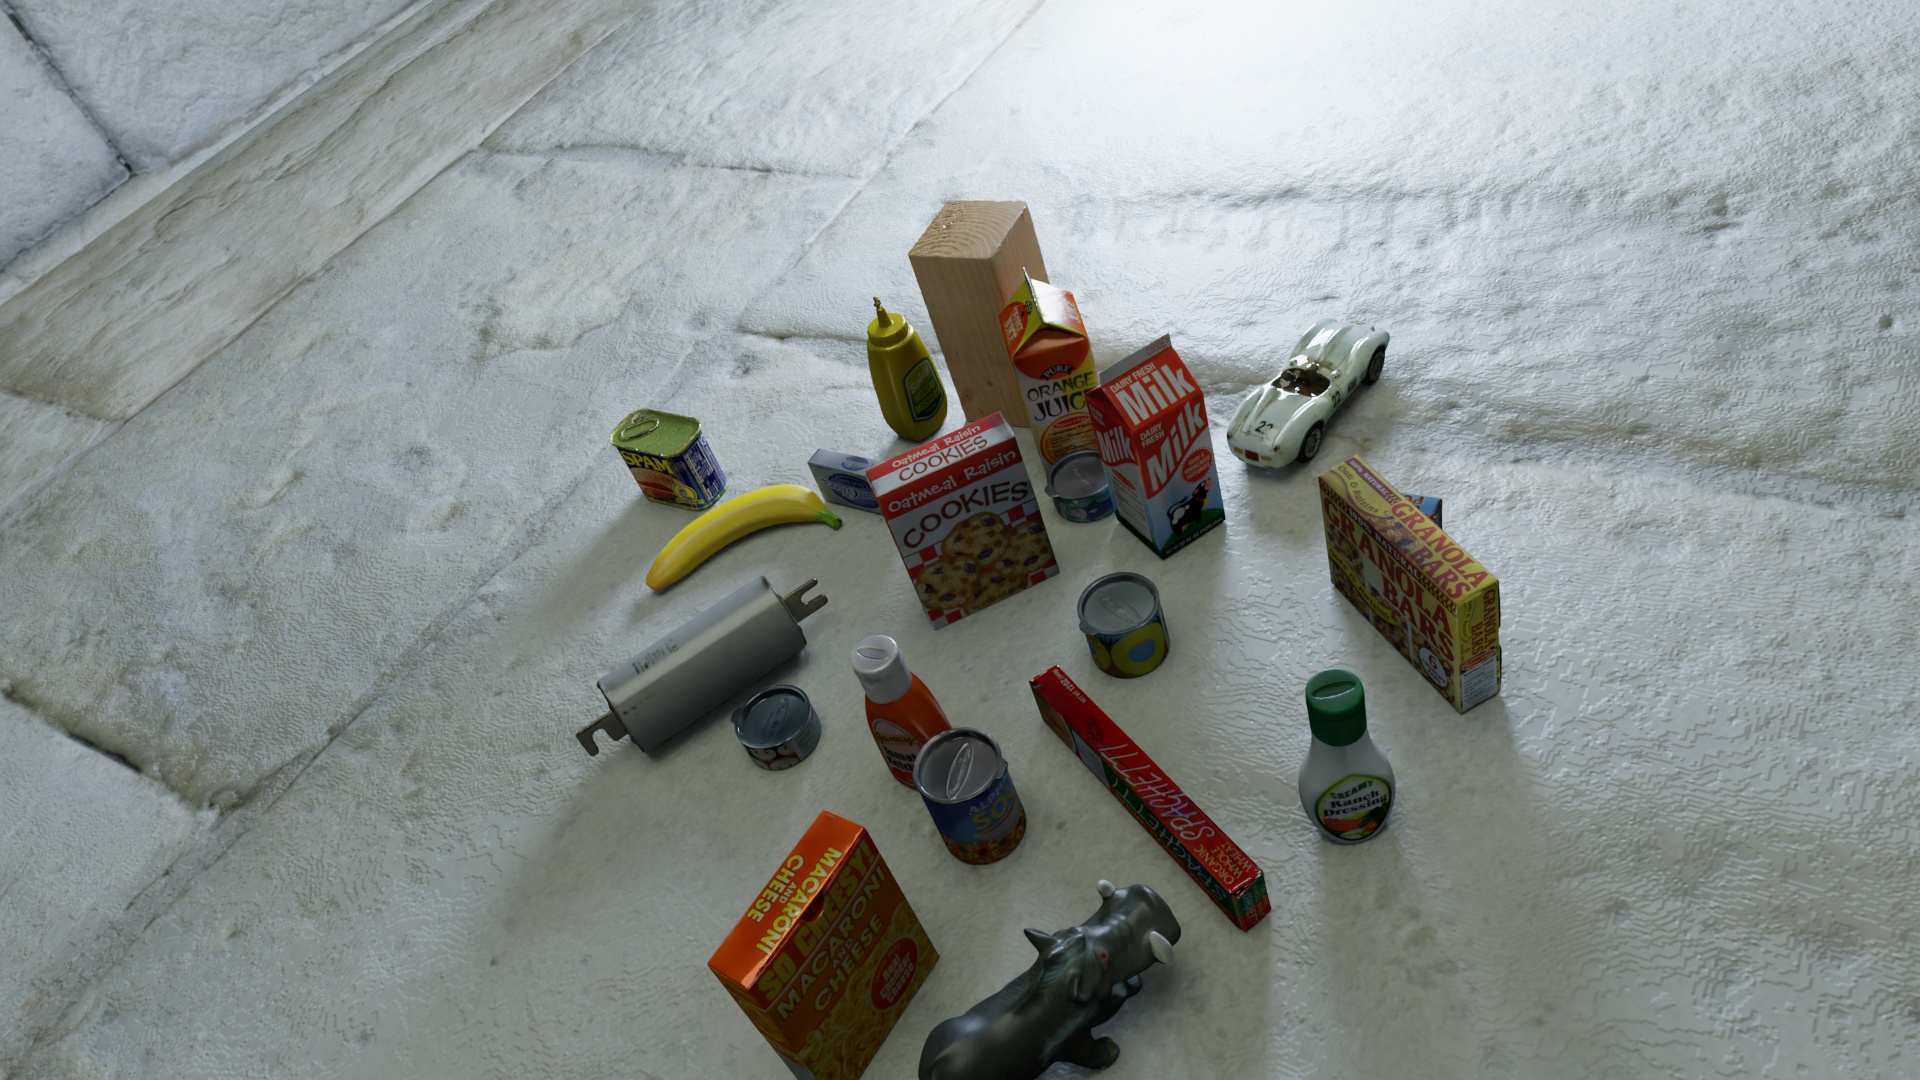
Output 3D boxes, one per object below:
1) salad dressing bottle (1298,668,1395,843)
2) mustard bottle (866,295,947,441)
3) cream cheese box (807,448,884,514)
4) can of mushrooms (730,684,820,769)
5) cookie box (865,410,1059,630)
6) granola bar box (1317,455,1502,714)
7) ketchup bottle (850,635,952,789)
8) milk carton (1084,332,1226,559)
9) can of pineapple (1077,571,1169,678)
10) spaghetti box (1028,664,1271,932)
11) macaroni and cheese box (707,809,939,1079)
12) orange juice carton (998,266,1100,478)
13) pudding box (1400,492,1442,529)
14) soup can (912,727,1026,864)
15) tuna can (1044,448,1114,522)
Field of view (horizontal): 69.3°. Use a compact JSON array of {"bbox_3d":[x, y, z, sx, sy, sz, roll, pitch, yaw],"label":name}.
[{"bbox_3d":[0.254,0.144,0.925,0.064,0.147,0.044,-16,42,6],"label":"salad dressing bottle"},{"bbox_3d":[-0.059,-0.172,1.365,0.049,0.159,0.065,21,57,37],"label":"mustard bottle"},{"bbox_3d":[-0.094,-0.054,1.336,0.104,0.053,0.024,14,53,32],"label":"cream cheese box"},{"bbox_3d":[-0.154,0.155,1.157,0.071,0.033,0.071,-11,43,11],"label":"can of mushrooms"},{"bbox_3d":[0.004,-0.015,1.172,0.123,0.166,0.040,-25,42,-4],"label":"cookie box"},{"bbox_3d":[0.332,0.030,1.030,0.039,0.123,0.166,-27,42,-6],"label":"granola bar box"},{"bbox_3d":[-0.043,0.131,1.053,0.065,0.148,0.044,8,49,28],"label":"ketchup bottle"},{"bbox_3d":[0.162,-0.083,1.165,0.072,0.189,0.074,-32,43,-11],"label":"milk carton"},{"bbox_3d":[0.130,0.069,1.118,0.071,0.057,0.071,-11,43,11],"label":"can of pineapple"},{"bbox_3d":[0.132,0.181,1.007,0.029,0.050,0.251,-33,44,-13],"label":"spaghetti box"},{"bbox_3d":[-0.083,0.274,0.908,0.040,0.165,0.124,16,54,34],"label":"macaroni and cheese box"},{"bbox_3d":[0.086,-0.153,1.265,0.073,0.191,0.072,-16,42,5],"label":"orange juice carton"},{"bbox_3d":[0.345,-0.014,1.126,0.084,0.049,0.030,10,51,30],"label":"pudding box"},{"bbox_3d":[0.010,0.189,1.021,0.071,0.083,0.072,-11,43,11],"label":"soup can"},{"bbox_3d":[0.112,-0.049,1.265,0.071,0.032,0.071,-11,43,11],"label":"tuna can"}]
